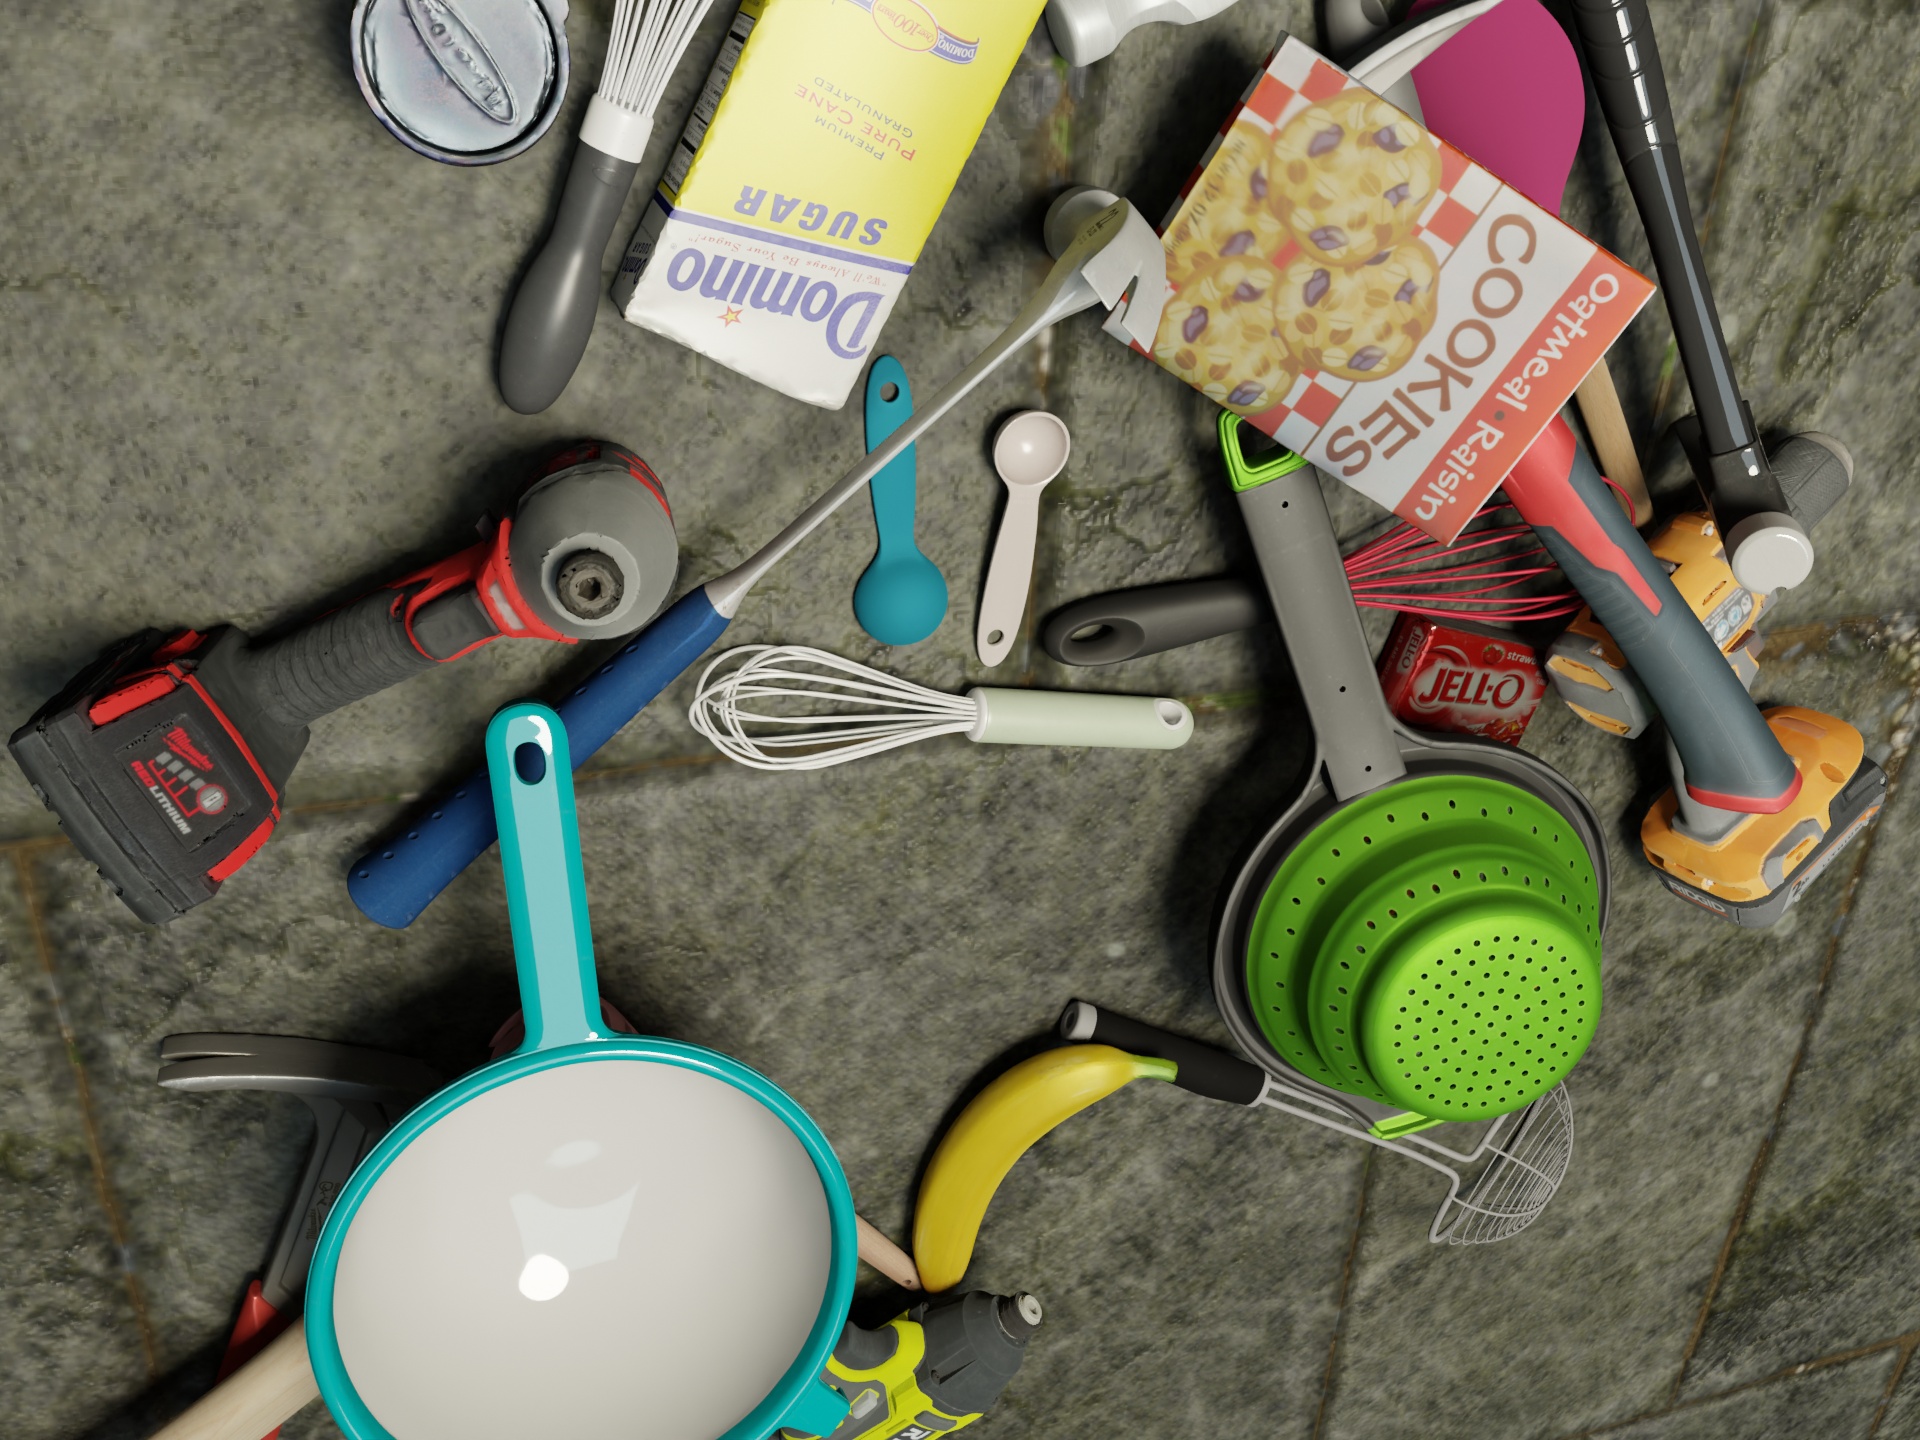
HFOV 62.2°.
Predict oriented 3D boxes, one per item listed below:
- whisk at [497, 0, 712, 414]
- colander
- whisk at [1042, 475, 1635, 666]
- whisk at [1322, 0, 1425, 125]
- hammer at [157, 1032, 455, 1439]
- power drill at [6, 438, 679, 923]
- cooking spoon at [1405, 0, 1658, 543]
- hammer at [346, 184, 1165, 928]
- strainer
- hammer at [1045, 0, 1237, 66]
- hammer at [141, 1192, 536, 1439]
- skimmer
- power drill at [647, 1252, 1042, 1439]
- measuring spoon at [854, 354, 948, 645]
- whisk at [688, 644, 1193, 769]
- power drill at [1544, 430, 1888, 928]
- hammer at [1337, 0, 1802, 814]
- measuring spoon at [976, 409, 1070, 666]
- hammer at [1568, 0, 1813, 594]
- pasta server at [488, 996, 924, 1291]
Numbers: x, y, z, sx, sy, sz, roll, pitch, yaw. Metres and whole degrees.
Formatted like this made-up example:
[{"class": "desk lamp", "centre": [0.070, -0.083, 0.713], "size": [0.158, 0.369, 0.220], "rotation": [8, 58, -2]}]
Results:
[{"class": "whisk", "centre": [-0.107, -0.233, 0.540], "size": [0.070, 0.070, 0.284], "rotation": [15, 115, -27]}, {"class": "colander", "centre": [0.195, 0.047, 0.706], "size": [0.204, 0.095, 0.396], "rotation": [-23, 112, 1]}, {"class": "whisk", "centre": [0.181, -0.064, 0.741], "size": [0.296, 0.073, 0.073], "rotation": [-11, 120, -8]}, {"class": "whisk", "centre": [0.204, -0.204, 0.682], "size": [0.055, 0.055, 0.238], "rotation": [-33, 119, -2]}, {"class": "hammer", "centre": [-0.338, 0.304, 0.745], "size": [0.149, 0.037, 0.359], "rotation": [16, 109, -27]}, {"class": "power drill", "centre": [-0.201, -0.025, 0.560], "size": [0.219, 0.143, 0.078], "rotation": [-28, 112, -3]}, {"class": "cooking spoon", "centre": [0.271, -0.188, 0.716], "size": [0.318, 0.069, 0.017], "rotation": [50, 49, -38]}, {"class": "hammer", "centre": [-0.086, -0.052, 0.607], "size": [0.405, 0.144, 0.035], "rotation": [-40, 111, 12]}, {"class": "strainer", "centre": [-0.158, 0.150, 0.643], "size": [0.211, 0.095, 0.340], "rotation": [-7, 104, -16]}, {"class": "hammer", "centre": [0.048, -0.403, 0.521], "size": [0.128, 0.033, 0.330], "rotation": [-25, 123, -6]}, {"class": "hammer", "centre": [-0.359, 0.344, 0.715], "size": [0.410, 0.038, 0.146], "rotation": [-36, 124, -1]}, {"class": "skimmer", "centre": [0.208, 0.214, 0.913], "size": [0.363, 0.090, 0.127], "rotation": [23, 102, -19]}, {"class": "power drill", "centre": [-0.080, 0.314, 0.811], "size": [0.171, 0.080, 0.223], "rotation": [-40, 126, 22]}, {"class": "measuring spoon", "centre": [-0.025, -0.088, 0.666], "size": [0.042, 0.021, 0.128], "rotation": [-11, 119, -15]}, {"class": "whisk", "centre": [-0.001, -0.002, 0.712], "size": [0.246, 0.058, 0.059], "rotation": [3, 150, -26]}, {"class": "power drill", "centre": [0.411, -0.022, 0.829], "size": [0.185, 0.084, 0.226], "rotation": [-44, 123, -8]}, {"class": "hammer", "centre": [0.264, -0.111, 0.674], "size": [0.143, 0.038, 0.386], "rotation": [-36, 109, 22]}, {"class": "measuring spoon", "centre": [0.021, -0.080, 0.696], "size": [0.034, 0.018, 0.124], "rotation": [-4, 124, -21]}, {"class": "hammer", "centre": [0.297, -0.226, 0.677], "size": [0.035, 0.146, 0.334], "rotation": [-17, 114, 24]}, {"class": "pasta server", "centre": [-0.109, 0.219, 0.787], "size": [0.060, 0.040, 0.315], "rotation": [-28, 127, 19]}]
